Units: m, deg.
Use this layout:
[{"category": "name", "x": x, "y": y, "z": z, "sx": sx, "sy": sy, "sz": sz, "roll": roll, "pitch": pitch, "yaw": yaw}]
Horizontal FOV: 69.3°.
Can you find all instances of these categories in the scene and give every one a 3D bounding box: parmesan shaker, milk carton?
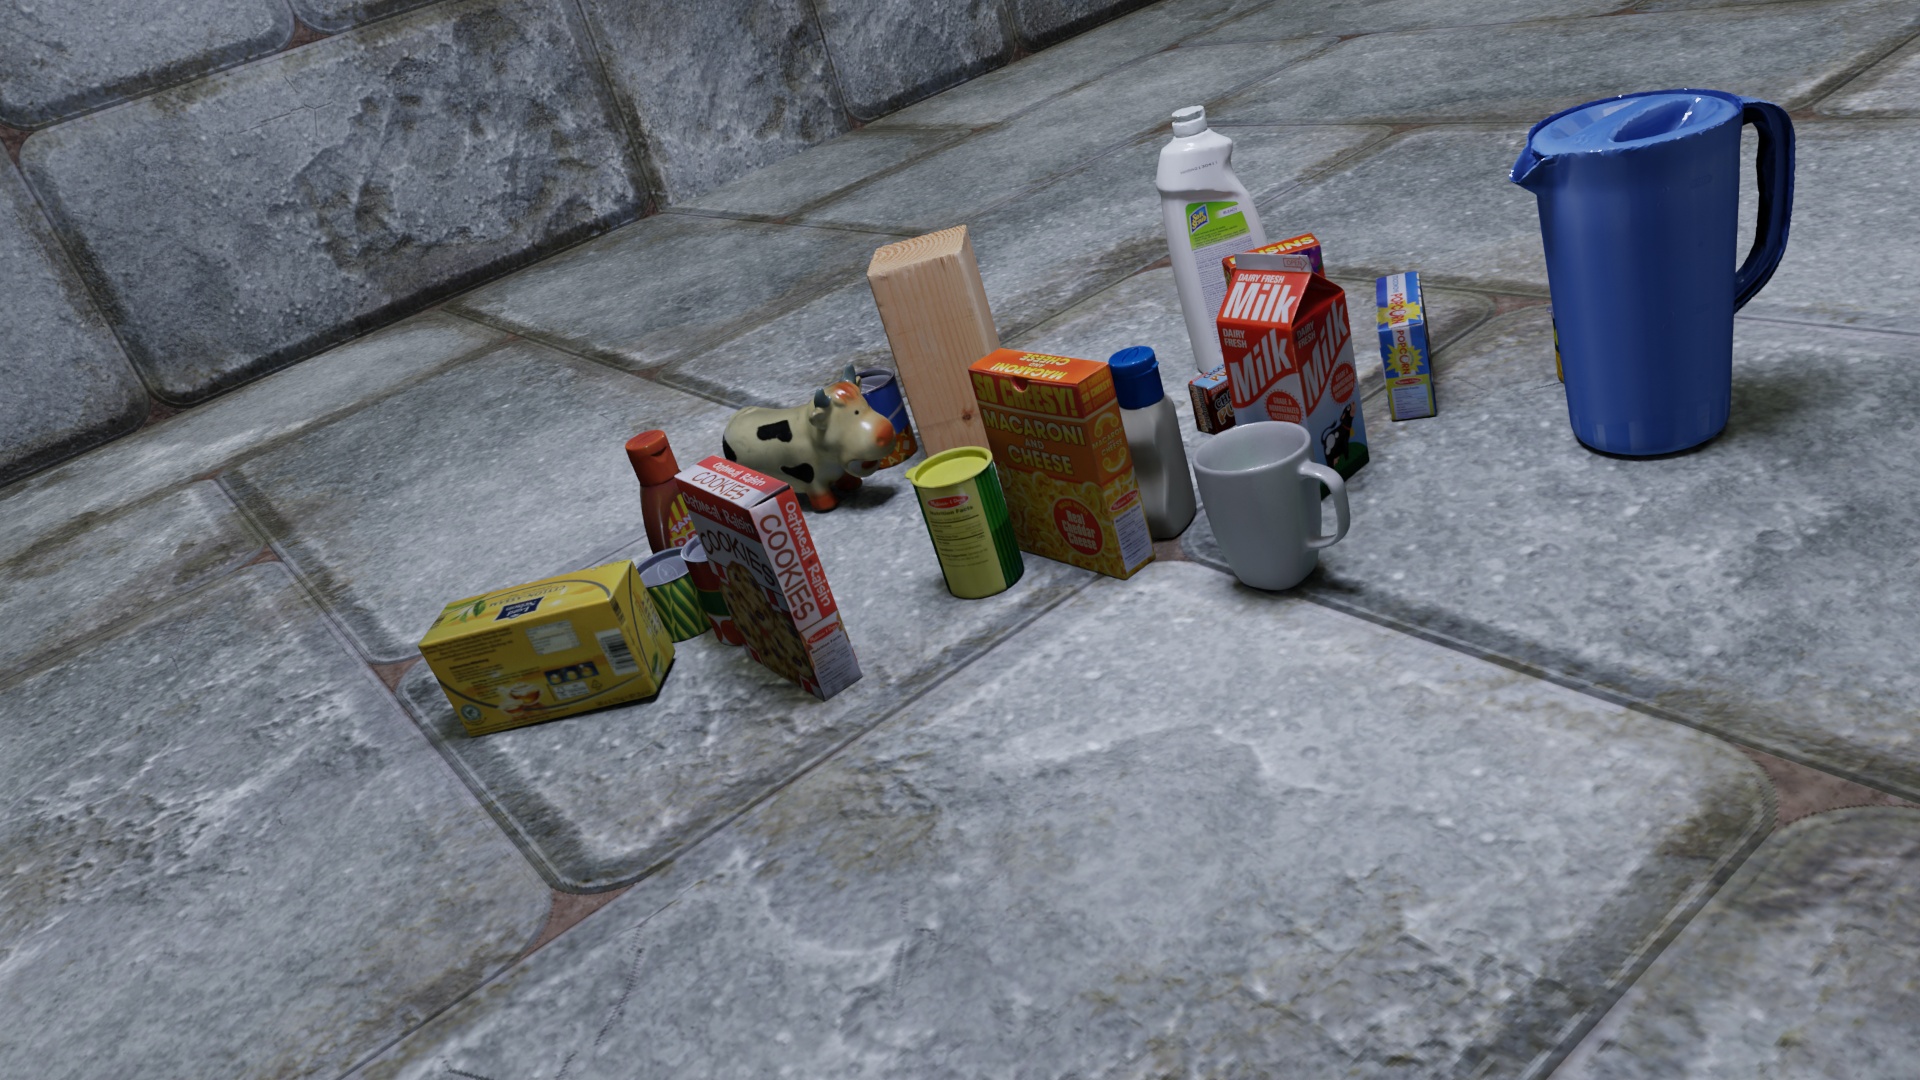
[{"category": "parmesan shaker", "x": 0.004, "y": -0.014, "z": 1.099, "sx": 0.071, "sy": 0.102, "sz": 0.071, "roll": -14, "pitch": 26, "yaw": 7}, {"category": "milk carton", "x": 0.257, "y": -0.133, "z": 1.079, "sx": 0.074, "sy": 0.189, "sz": 0.072, "roll": -35, "pitch": 31, "yaw": -31}]

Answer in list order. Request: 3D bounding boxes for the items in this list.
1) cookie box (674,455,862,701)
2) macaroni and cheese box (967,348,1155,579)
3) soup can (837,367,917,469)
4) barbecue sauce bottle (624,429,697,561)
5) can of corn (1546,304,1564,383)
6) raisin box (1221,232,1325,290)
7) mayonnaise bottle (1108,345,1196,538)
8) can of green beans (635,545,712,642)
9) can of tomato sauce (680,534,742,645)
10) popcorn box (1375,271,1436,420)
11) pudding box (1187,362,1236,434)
[{"category": "cookie box", "x": -0.144, "y": 0.026, "z": 1.040, "sx": 0.040, "sy": 0.166, "sz": 0.123, "roll": -32, "pitch": 29, "yaw": -26}, {"category": "macaroni and cheese box", "x": 0.078, "y": -0.060, "z": 1.072, "sx": 0.040, "sy": 0.165, "sz": 0.124, "roll": -34, "pitch": 31, "yaw": -30}, {"category": "soup can", "x": -0.087, "y": -0.120, "z": 1.379, "sx": 0.071, "sy": 0.083, "sz": 0.072, "roll": -14, "pitch": 26, "yaw": 7}, {"category": "barbecue sauce bottle", "x": -0.251, "y": -0.024, "z": 1.221, "sx": 0.043, "sy": 0.148, "sz": 0.065, "roll": 11, "pitch": 38, "yaw": 45}, {"category": "can of corn", "x": 0.516, "y": -0.163, "z": 1.129, "sx": 0.071, "sy": 0.058, "sz": 0.071, "roll": -14, "pitch": 26, "yaw": 7}, {"category": "raisin box", "x": 0.296, "y": -0.210, "z": 1.278, "sx": 0.086, "sy": 0.123, "sz": 0.040, "roll": -15, "pitch": 26, "yaw": 6}, {"category": "mayonnaise bottle", "x": 0.149, "y": -0.078, "z": 1.085, "sx": 0.041, "sy": 0.147, "sz": 0.065, "roll": -1, "pitch": 31, "yaw": 31}, {"category": "can of green beans", "x": -0.241, "y": 0.045, "z": 1.183, "sx": 0.071, "sy": 0.057, "sz": 0.071, "roll": -14, "pitch": 26, "yaw": 7}, {"category": "can of tomato sauce", "x": -0.185, "y": 0.034, "z": 1.142, "sx": 0.071, "sy": 0.082, "sz": 0.071, "roll": -14, "pitch": 26, "yaw": 7}, {"category": "popcorn box", "x": 0.381, "y": -0.168, "z": 1.190, "sx": 0.038, "sy": 0.085, "sz": 0.127, "roll": -7, "pitch": 28, "yaw": 20}, {"category": "pudding box", "x": 0.246, "y": -0.136, "z": 1.248, "sx": 0.084, "sy": 0.049, "sz": 0.030, "roll": -30, "pitch": 29, "yaw": -24}]
